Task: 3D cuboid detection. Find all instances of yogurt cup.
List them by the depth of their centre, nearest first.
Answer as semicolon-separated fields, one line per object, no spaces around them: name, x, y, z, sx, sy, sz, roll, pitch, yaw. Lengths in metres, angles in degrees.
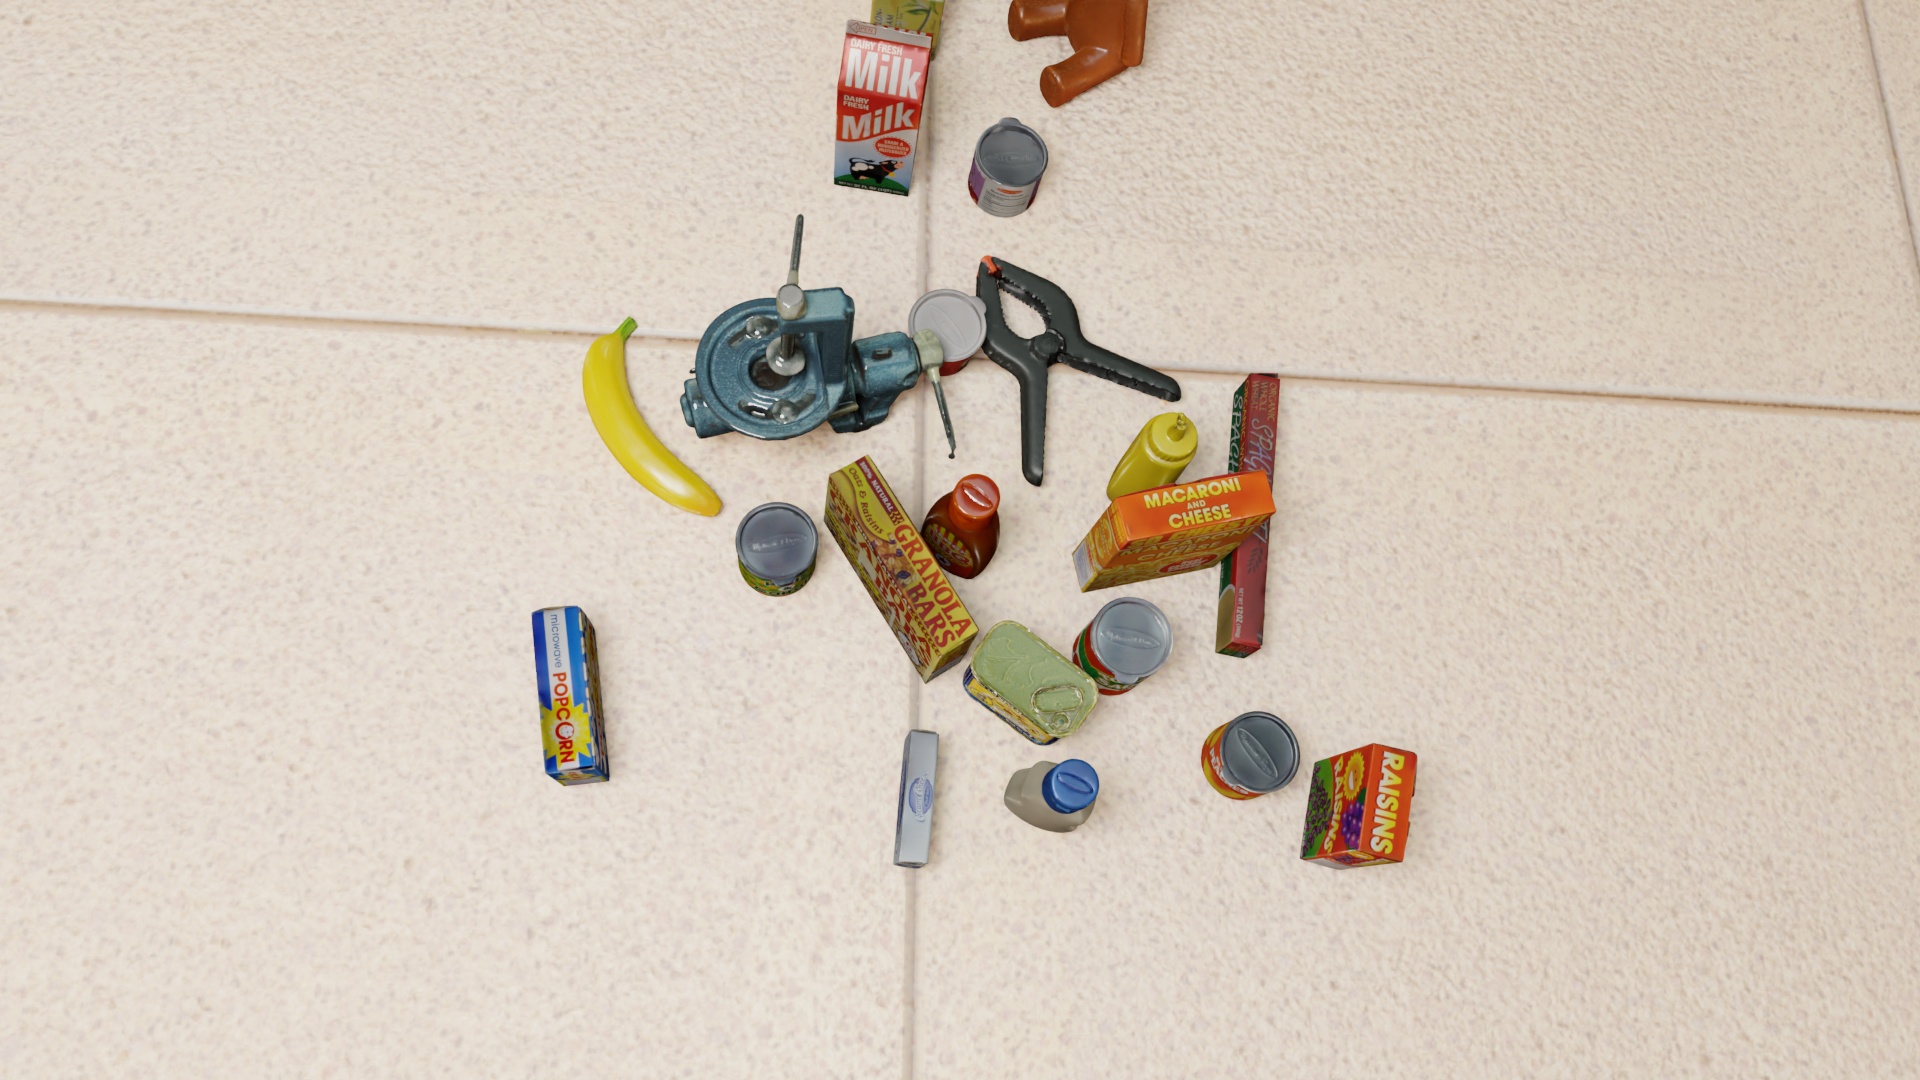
yogurt cup;-0.014;-0.178;1.212;0.072;0.053;0.072;2;73;-7

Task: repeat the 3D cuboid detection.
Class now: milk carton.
milk carton;-0.068;-0.380;1.195;0.072;0.190;0.073;9;73;-5

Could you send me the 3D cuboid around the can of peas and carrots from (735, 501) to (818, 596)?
can of peas and carrots;-0.149;0.010;1.135;0.071;0.058;0.071;2;73;-7

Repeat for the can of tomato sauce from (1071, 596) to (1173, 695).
can of tomato sauce;0.131;0.090;1.134;0.071;0.083;0.071;2;73;-7

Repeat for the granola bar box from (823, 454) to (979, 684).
granola bar box;-0.050;0.025;1.109;0.039;0.124;0.166;-30;79;-14

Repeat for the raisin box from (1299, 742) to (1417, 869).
raisin box;0.314;0.213;1.100;0.040;0.123;0.086;15;72;-3

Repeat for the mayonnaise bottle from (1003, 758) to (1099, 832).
mayonnaise bottle;0.074;0.194;1.061;0.065;0.147;0.041;25;72;0

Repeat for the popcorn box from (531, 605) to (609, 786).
popcorn box;-0.299;0.121;1.068;0.038;0.085;0.127;-7;74;-9

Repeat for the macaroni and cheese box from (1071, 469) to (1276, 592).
macaroni and cheese box;0.168;-0.006;1.125;0.124;0.166;0.040;-11;75;-10

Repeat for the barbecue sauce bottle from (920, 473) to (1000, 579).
barbecue sauce bottle;0.004;-0.014;1.115;0.065;0.148;0.044;39;73;5

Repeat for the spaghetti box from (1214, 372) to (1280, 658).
spaghetti box;0.249;-0.024;1.202;0.029;0.050;0.251;9;72;-5

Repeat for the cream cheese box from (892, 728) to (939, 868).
cream cheese box;-0.035;0.204;1.093;0.024;0.053;0.104;7;73;-5

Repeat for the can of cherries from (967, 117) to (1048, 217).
can of cherries;0.043;-0.339;1.266;0.071;0.058;0.071;2;73;-7

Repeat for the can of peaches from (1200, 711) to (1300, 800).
can of peaches;0.234;0.178;1.134;0.071;0.058;0.071;2;73;-7

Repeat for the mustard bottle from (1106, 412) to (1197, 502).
mustard bottle;0.163;-0.069;1.146;0.049;0.159;0.065;32;72;3
